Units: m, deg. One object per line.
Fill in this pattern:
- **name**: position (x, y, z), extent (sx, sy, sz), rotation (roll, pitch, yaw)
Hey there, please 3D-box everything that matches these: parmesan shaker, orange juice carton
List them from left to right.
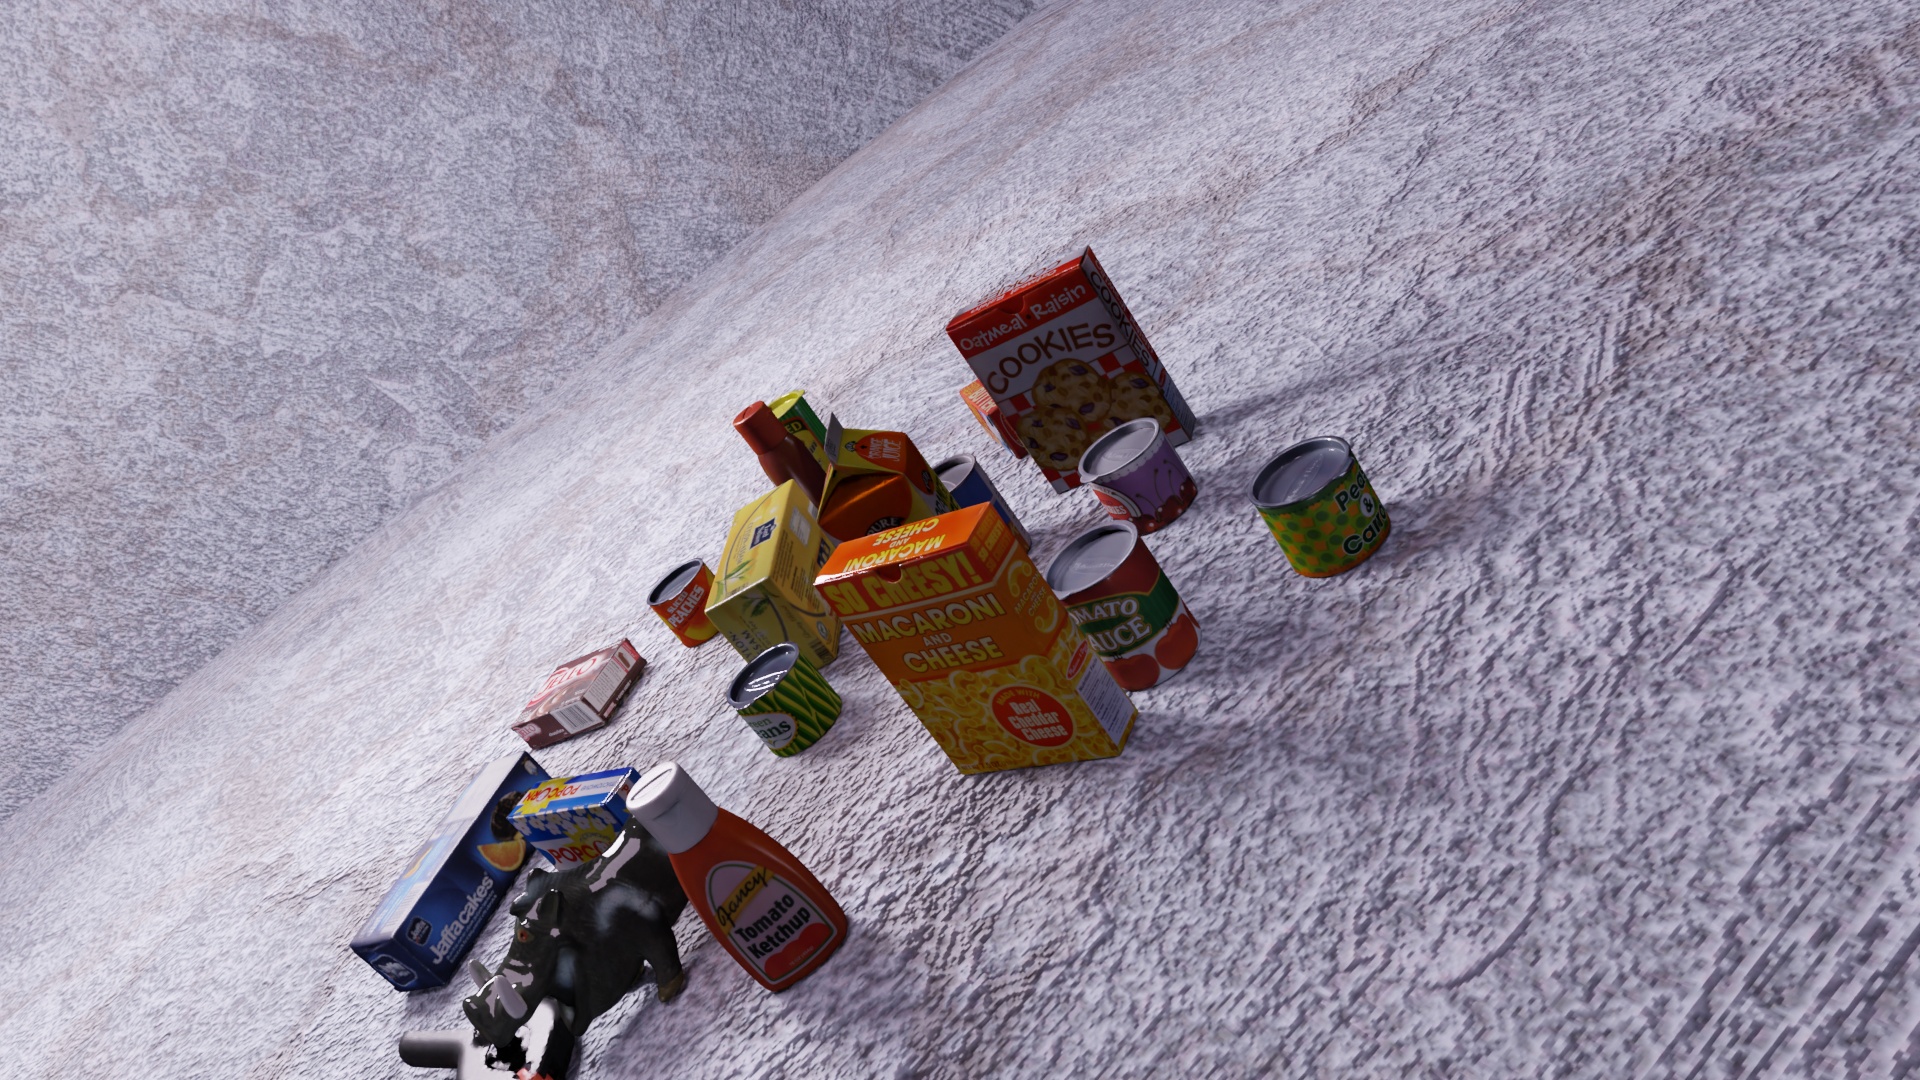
- **parmesan shaker**: position (-0.160, -0.095, 1.426), extent (0.071, 0.103, 0.071), rotation (-30, 24, 15)
- **orange juice carton**: position (-0.038, -0.004, 0.975), extent (0.073, 0.192, 0.072), rotation (-30, 24, 14)

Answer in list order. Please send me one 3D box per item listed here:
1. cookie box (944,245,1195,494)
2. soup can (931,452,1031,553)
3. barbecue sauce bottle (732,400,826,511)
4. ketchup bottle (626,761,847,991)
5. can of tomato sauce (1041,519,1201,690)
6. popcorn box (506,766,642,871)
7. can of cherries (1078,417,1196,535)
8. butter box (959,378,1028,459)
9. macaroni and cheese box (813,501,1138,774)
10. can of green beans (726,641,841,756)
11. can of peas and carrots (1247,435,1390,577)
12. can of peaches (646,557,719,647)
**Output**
- **cookie box**: position (0.086, -0.128, 1.072), extent (0.122, 0.167, 0.040), rotation (-22, 27, 30)
- **soup can**: position (0.004, -0.013, 1.073), extent (0.071, 0.083, 0.072), rotation (-30, 24, 15)
- **barbecue sauce bottle**: position (-0.155, -0.063, 1.302), extent (0.043, 0.148, 0.065), rotation (-30, 24, 15)
- **ketchup bottle**: position (-0.130, 0.189, 0.792), extent (0.065, 0.148, 0.043), rotation (-38, 23, -4)
- **can of tomato sauce**: position (0.098, 0.041, 0.843), extent (0.071, 0.083, 0.071), rotation (-30, 24, 15)
- **popcorn box**: position (-0.257, 0.210, 1.004), extent (0.126, 0.085, 0.038), rotation (-15, 31, 40)
- **can of cherries**: position (0.126, -0.044, 0.997), extent (0.071, 0.058, 0.072), rotation (-30, 24, 15)
- **butter box**: position (0.033, -0.111, 1.257), extent (0.024, 0.053, 0.104), rotation (-37, 23, -1)
- **macaroni and cheese box**: position (0.009, 0.064, 0.816), extent (0.123, 0.166, 0.040), rotation (-16, 30, 39)
- **can of green beans**: position (-0.132, 0.119, 1.040), extent (0.071, 0.057, 0.071), rotation (-30, 24, 15)
- **can of peas and carrots**: position (0.216, -0.020, 0.828), extent (0.071, 0.058, 0.071), rotation (-30, 24, 15)
- **can of peaches**: position (-0.254, 0.060, 1.319), extent (0.071, 0.058, 0.071), rotation (-30, 24, 15)
